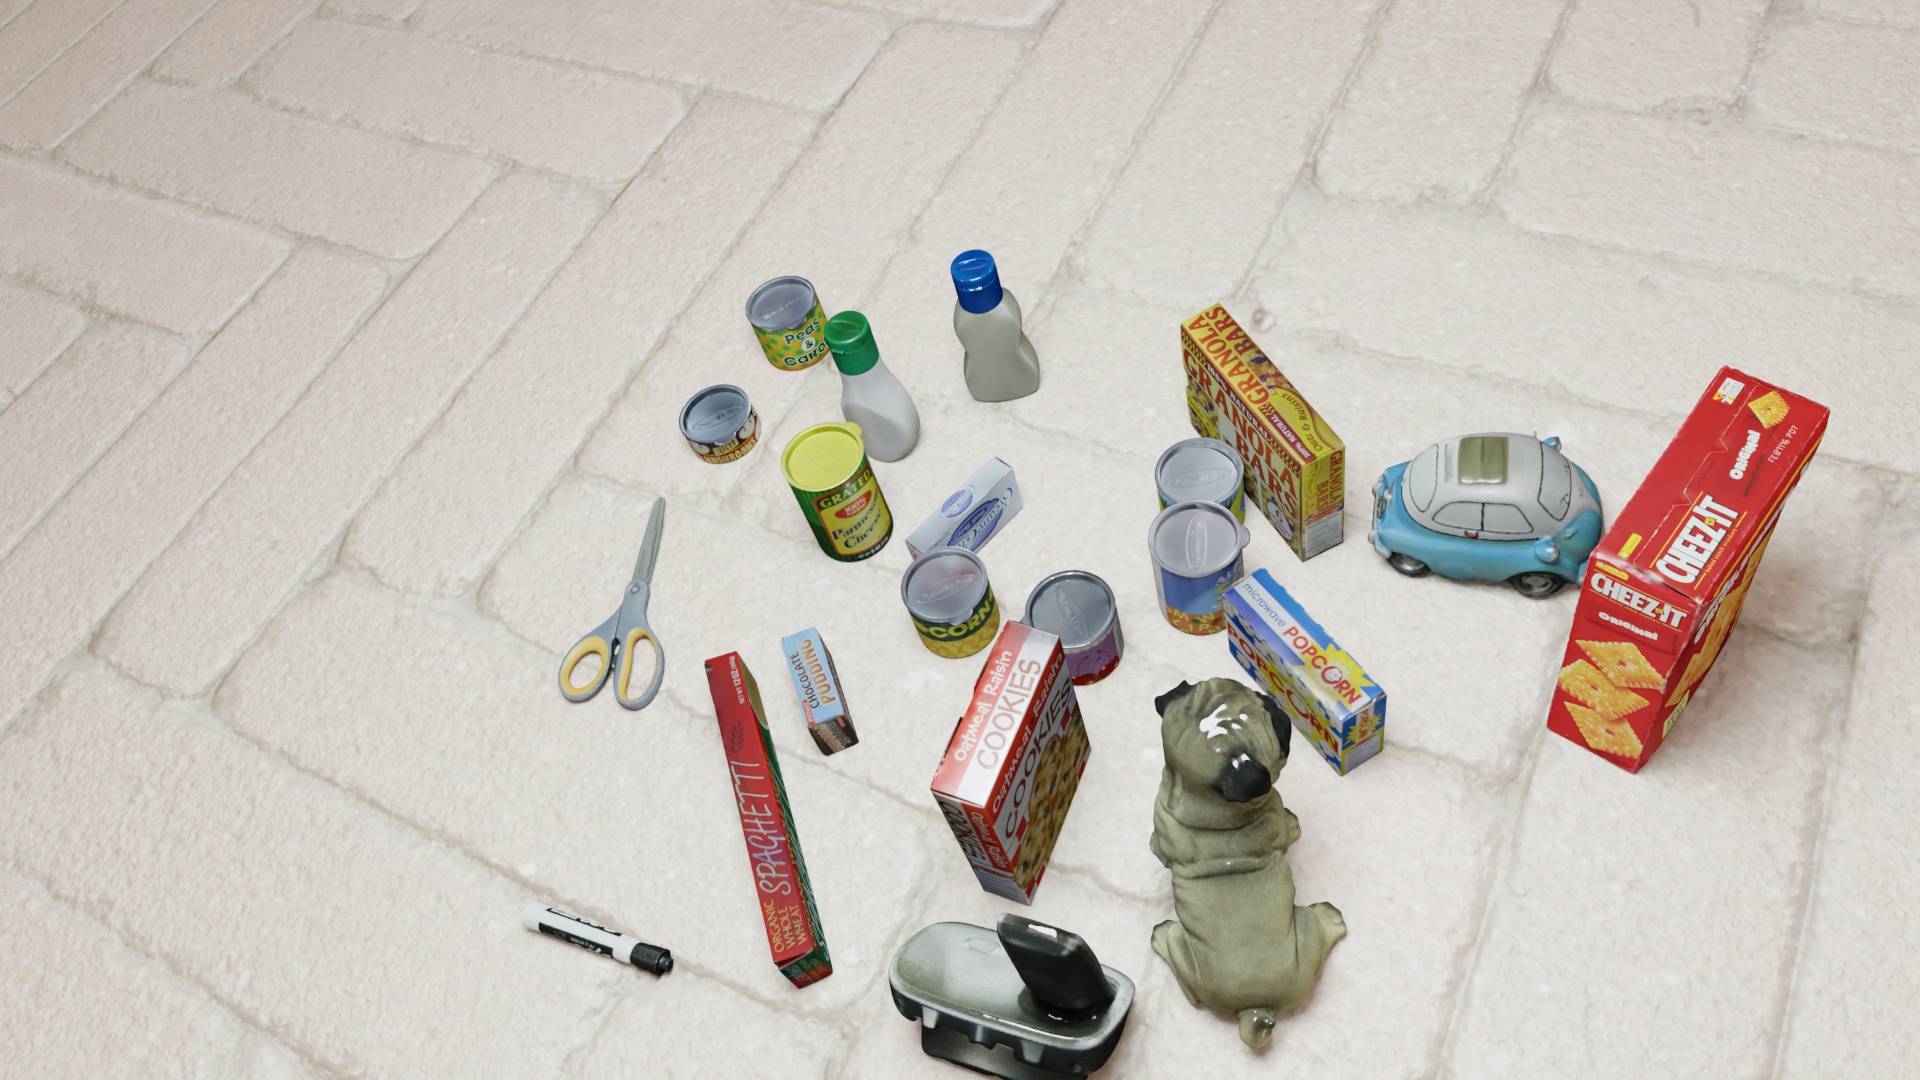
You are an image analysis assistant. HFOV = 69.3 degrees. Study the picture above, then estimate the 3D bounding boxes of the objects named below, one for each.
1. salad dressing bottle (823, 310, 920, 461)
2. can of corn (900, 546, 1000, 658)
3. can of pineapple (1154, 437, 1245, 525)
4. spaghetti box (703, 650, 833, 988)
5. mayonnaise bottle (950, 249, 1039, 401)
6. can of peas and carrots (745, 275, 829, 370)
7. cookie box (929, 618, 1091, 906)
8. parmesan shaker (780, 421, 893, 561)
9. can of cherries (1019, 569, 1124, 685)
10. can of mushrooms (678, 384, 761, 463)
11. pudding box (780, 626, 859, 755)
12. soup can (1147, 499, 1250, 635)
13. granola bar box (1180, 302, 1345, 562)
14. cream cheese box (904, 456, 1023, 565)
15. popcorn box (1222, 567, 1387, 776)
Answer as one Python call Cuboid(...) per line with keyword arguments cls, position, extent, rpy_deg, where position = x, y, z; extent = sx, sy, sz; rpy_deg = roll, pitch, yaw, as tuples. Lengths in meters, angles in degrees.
Cuboid(cls="salad dressing bottle", position=(-0.074, -0.125, 1.134), extent=(0.064, 0.147, 0.044), rpy_deg=(16, 61, 24))
Cuboid(cls="can of corn", position=(-0.006, 0.049, 1.050), extent=(0.071, 0.058, 0.071), rpy_deg=(-7, 54, 10))
Cuboid(cls="can of pineapple", position=(0.184, -0.034, 1.062), extent=(0.071, 0.057, 0.071), rpy_deg=(-7, 54, 10))
Cuboid(cls="spaghetti box", position=(-0.139, 0.192, 0.988), extent=(0.029, 0.050, 0.251), rpy_deg=(-21, 53, -1))
Cuboid(cls="mayonnaise bottle", position=(0.024, -0.175, 1.145), extent=(0.065, 0.147, 0.041), rpy_deg=(-8, 54, 8))
Cuboid(cls="can of peas and carrots", position=(-0.153, -0.195, 1.258), extent=(0.071, 0.058, 0.071), rpy_deg=(-7, 54, 10))
Cuboid(cls="cookie box", position=(0.037, 0.147, 0.903), extent=(0.040, 0.166, 0.123), rpy_deg=(13, 60, 22))
Cuboid(cls="parmesan shaker", position=(-0.094, -0.038, 1.106), extent=(0.071, 0.102, 0.071), rpy_deg=(-7, 55, 10))
Cuboid(cls="can of cherries", position=(0.082, 0.065, 1.017), extent=(0.071, 0.058, 0.072), rpy_deg=(-7, 54, 10))
Cuboid(cls="can of mushrooms", position=(-0.210, -0.101, 1.222), extent=(0.071, 0.033, 0.071), rpy_deg=(-7, 54, 9))
Cuboid(cls="pudding box", position=(-0.105, 0.112, 1.036), extent=(0.030, 0.049, 0.084), rpy_deg=(-22, 53, -1))
Cuboid(cls="soup can", position=(0.176, 0.021, 1.009), extent=(0.071, 0.083, 0.072), rpy_deg=(-7, 55, 10))
Cuboid(cls="granola bar box", position=(0.225, -0.081, 1.043), extent=(0.039, 0.123, 0.166), rpy_deg=(-27, 54, -5))
Cuboid(cls="cream cheese box", position=(0.004, -0.014, 1.095), extent=(0.024, 0.053, 0.104), rpy_deg=(35, 70, 31))
Cuboid(cls="popcorn box", position=(0.233, 0.089, 0.947), extent=(0.038, 0.085, 0.127), rpy_deg=(-32, 54, -9))
